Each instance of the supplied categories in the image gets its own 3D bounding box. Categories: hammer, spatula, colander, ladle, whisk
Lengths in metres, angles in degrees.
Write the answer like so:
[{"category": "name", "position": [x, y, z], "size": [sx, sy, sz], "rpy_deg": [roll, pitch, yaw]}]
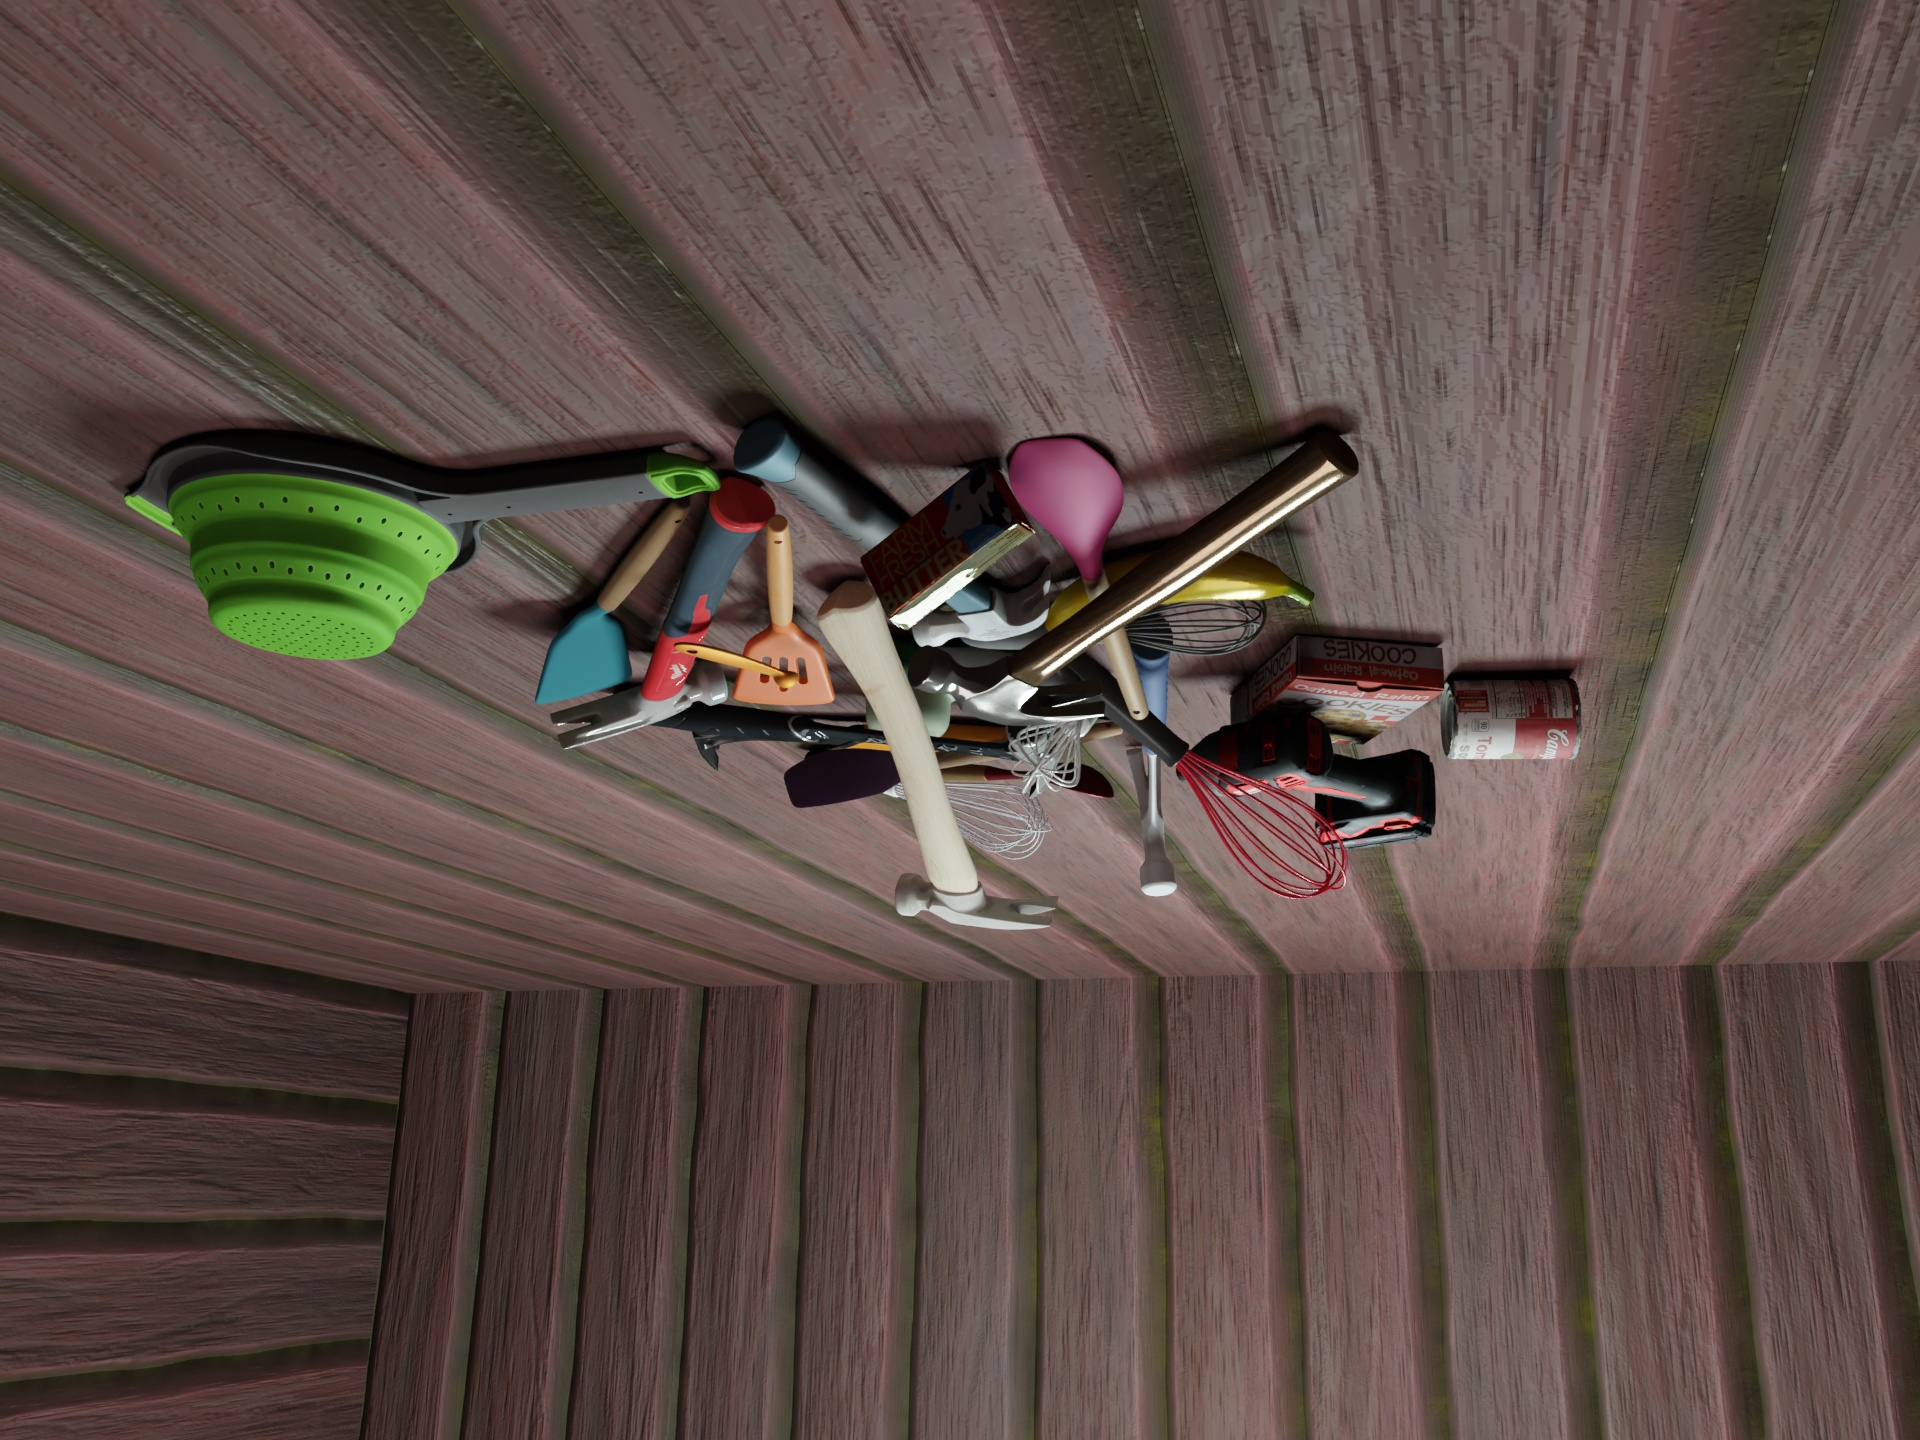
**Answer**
[{"category": "hammer", "position": [0.116, -0.082, 1.015], "size": [0.130, 0.031, 0.331], "rpy_deg": [22, 141, -33]}, {"category": "spatula", "position": [-0.003, 0.031, 1.431], "size": [0.316, 0.060, 0.018], "rpy_deg": [-10, 141, -14]}, {"category": "spatula", "position": [-0.241, -0.085, 1.142], "size": [0.082, 0.044, 0.317], "rpy_deg": [-17, 172, -30]}, {"category": "hammer", "position": [-0.043, -0.115, 1.044], "size": [0.128, 0.033, 0.330], "rpy_deg": [-7, 162, 27]}, {"category": "hammer", "position": [-0.115, 0.010, 1.366], "size": [0.409, 0.036, 0.149], "rpy_deg": [6, 160, 14]}, {"category": "colander", "position": [-0.338, -0.103, 0.997], "size": [0.397, 0.094, 0.204], "rpy_deg": [-4, 163, 17]}, {"category": "ladle", "position": [0.006, 0.051, 1.540], "size": [0.315, 0.031, 0.069], "rpy_deg": [2, 178, 33]}, {"category": "hammer", "position": [-0.209, -0.068, 1.139], "size": [0.143, 0.038, 0.386], "rpy_deg": [-19, 168, -23]}, {"category": "spatula", "position": [-0.126, -0.072, 1.118], "size": [0.081, 0.041, 0.322], "rpy_deg": [2, 166, -5]}, {"category": "whisk", "position": [0.108, -0.071, 1.169], "size": [0.239, 0.055, 0.055], "rpy_deg": [-1, 164, 25]}, {"category": "hammer", "position": [-0.079, 0.018, 1.491], "size": [0.337, 0.034, 0.127], "rpy_deg": [2, 163, -2]}, {"category": "hammer", "position": [0.164, 0.018, 1.371], "size": [0.035, 0.144, 0.405], "rpy_deg": [-6, 154, 4]}, {"category": "whisk", "position": [0.182, 0.040, 1.223], "size": [0.295, 0.073, 0.073], "rpy_deg": [40, 154, -7]}, {"category": "whisk", "position": [0.087, 0.003, 1.240], "size": [0.058, 0.059, 0.246], "rpy_deg": [32, -158, 6]}, {"category": "hammer", "position": [-0.025, 0.043, 1.284], "size": [0.146, 0.038, 0.410], "rpy_deg": [4, 141, 19]}, {"category": "whisk", "position": [-0.039, 0.068, 1.514], "size": [0.285, 0.070, 0.070], "rpy_deg": [15, 172, 32]}]

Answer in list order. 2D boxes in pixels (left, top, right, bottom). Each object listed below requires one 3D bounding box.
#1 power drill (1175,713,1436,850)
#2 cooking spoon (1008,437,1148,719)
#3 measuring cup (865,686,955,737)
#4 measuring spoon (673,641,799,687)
[{"category": "power drill", "position": [0.298, 0.051, 1.372], "size": [0.219, 0.079, 0.143], "rpy_deg": [17, 158, -38]}, {"category": "cooking spoon", "position": [0.093, -0.084, 1.058], "size": [0.069, 0.017, 0.318], "rpy_deg": [-1, 150, 17]}, {"category": "measuring cup", "position": [-0.002, -0.004, 1.398], "size": [0.167, 0.038, 0.083], "rpy_deg": [1, 163, 10]}, {"category": "measuring spoon", "position": [-0.162, -0.039, 1.158], "size": [0.021, 0.011, 0.116], "rpy_deg": [-16, 159, 38]}]
